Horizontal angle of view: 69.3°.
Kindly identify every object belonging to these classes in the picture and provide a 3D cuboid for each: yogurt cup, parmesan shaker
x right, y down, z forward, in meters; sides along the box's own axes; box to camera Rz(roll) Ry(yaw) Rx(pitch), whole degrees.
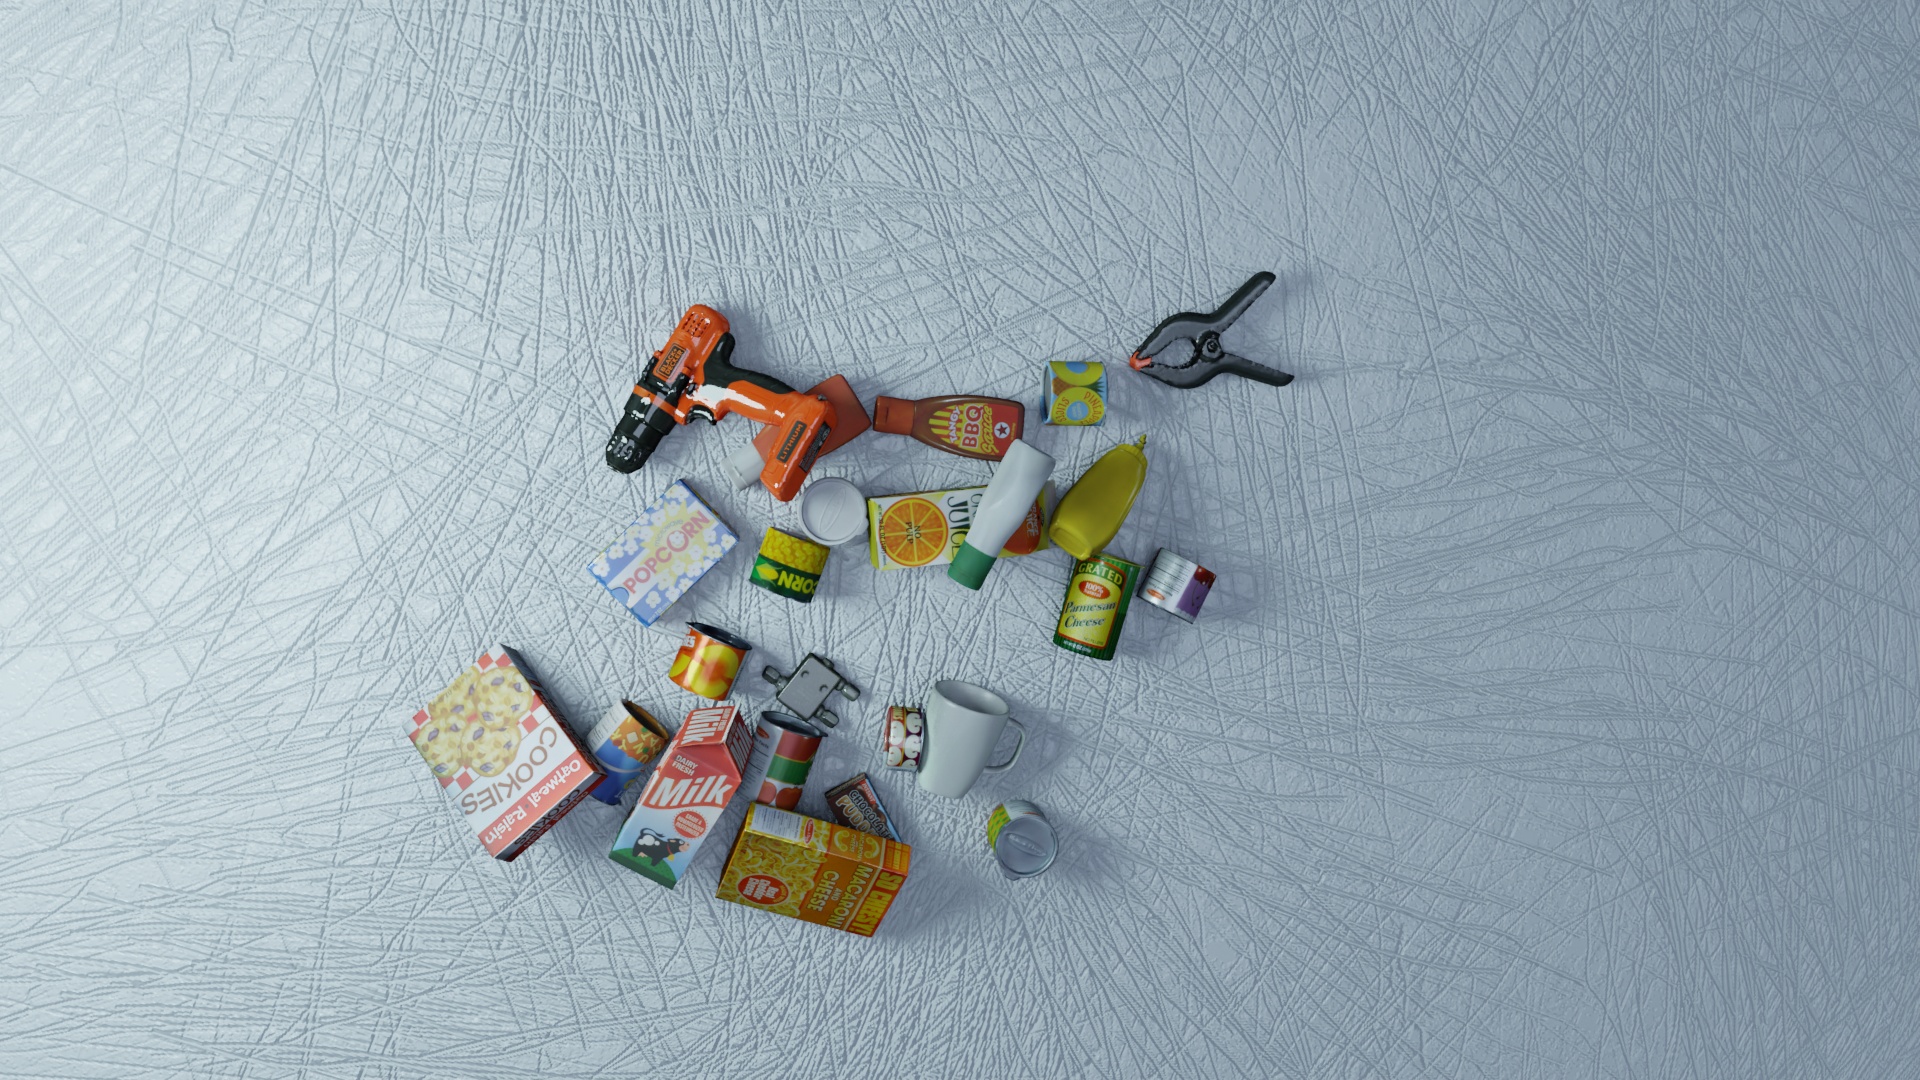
[{"bbox_3d":[-0.129,-0.031,1.381,0.072,0.054,0.072,-1,95,-8],"label":"yogurt cup"},{"bbox_3d":[0.142,0.066,1.424,0.071,0.071,0.103,15,93,-10],"label":"parmesan shaker"}]

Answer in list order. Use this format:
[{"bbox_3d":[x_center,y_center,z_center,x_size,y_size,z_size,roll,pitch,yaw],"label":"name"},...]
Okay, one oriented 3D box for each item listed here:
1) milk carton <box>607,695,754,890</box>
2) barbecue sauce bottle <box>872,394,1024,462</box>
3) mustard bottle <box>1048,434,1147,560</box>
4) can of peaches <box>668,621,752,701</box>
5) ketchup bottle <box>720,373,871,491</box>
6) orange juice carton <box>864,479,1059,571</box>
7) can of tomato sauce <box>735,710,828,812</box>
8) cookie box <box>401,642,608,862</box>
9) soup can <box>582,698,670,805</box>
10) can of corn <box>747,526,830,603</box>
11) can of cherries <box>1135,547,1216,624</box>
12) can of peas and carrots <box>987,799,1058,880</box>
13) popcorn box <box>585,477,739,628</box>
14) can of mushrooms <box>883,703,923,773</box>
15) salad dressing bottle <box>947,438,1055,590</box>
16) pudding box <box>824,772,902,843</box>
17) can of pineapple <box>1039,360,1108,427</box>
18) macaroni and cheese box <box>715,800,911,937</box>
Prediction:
[{"bbox_3d":[-0.262,0.237,1.348,0.073,0.072,0.190,30,109,-10],"label":"milk carton"},{"bbox_3d":[-0.012,-0.118,1.396,0.149,0.044,0.064,7,95,-9],"label":"barbecue sauce bottle"},{"bbox_3d":[0.151,-0.052,1.408,0.065,0.048,0.161,38,60,3],"label":"mustard bottle"},{"bbox_3d":[-0.249,0.119,1.370,0.071,0.071,0.058,23,93,-10],"label":"can of peaches"},{"bbox_3d":[-0.165,-0.102,1.374,0.149,0.043,0.064,-32,94,-4],"label":"ketchup bottle"},{"bbox_3d":[0.005,-0.017,1.393,0.193,0.073,0.071,-6,95,-9],"label":"orange juice carton"},{"bbox_3d":[-0.180,0.222,1.391,0.071,0.071,0.083,20,93,-10],"label":"can of tomato sauce"},{"bbox_3d":[-0.435,0.202,1.328,0.123,0.040,0.168,-41,72,-3],"label":"cookie box"},{"bbox_3d":[-0.335,0.209,1.366,0.071,0.071,0.084,41,88,-10],"label":"soup can"},{"bbox_3d":[-0.167,0.024,1.372,0.071,0.071,0.058,20,92,-10],"label":"can of corn"},{"bbox_3d":[0.224,0.047,1.438,0.071,0.071,0.058,27,90,-10],"label":"can of cherries"},{"bbox_3d":[0.063,0.311,1.440,0.071,0.059,0.071,-1,96,-8],"label":"can of peas and carrots"},{"bbox_3d":[-0.291,0.011,1.368,0.127,0.038,0.085,-44,101,-3],"label":"popcorn box"},{"bbox_3d":[-0.058,0.199,1.407,0.033,0.071,0.071,6,95,-8],"label":"can of mushrooms"},{"bbox_3d":[0.037,-0.024,1.331,0.044,0.064,0.147,27,98,-21],"label":"salad dressing bottle"},{"bbox_3d":[-0.099,0.287,1.427,0.050,0.030,0.083,-27,99,-6],"label":"pudding box"},{"bbox_3d":[0.114,-0.147,1.399,0.058,0.071,0.071,0,96,-8],"label":"can of pineapple"},{"bbox_3d":[-0.147,0.330,1.388,0.166,0.040,0.123,18,130,-11],"label":"macaroni and cheese box"}]
